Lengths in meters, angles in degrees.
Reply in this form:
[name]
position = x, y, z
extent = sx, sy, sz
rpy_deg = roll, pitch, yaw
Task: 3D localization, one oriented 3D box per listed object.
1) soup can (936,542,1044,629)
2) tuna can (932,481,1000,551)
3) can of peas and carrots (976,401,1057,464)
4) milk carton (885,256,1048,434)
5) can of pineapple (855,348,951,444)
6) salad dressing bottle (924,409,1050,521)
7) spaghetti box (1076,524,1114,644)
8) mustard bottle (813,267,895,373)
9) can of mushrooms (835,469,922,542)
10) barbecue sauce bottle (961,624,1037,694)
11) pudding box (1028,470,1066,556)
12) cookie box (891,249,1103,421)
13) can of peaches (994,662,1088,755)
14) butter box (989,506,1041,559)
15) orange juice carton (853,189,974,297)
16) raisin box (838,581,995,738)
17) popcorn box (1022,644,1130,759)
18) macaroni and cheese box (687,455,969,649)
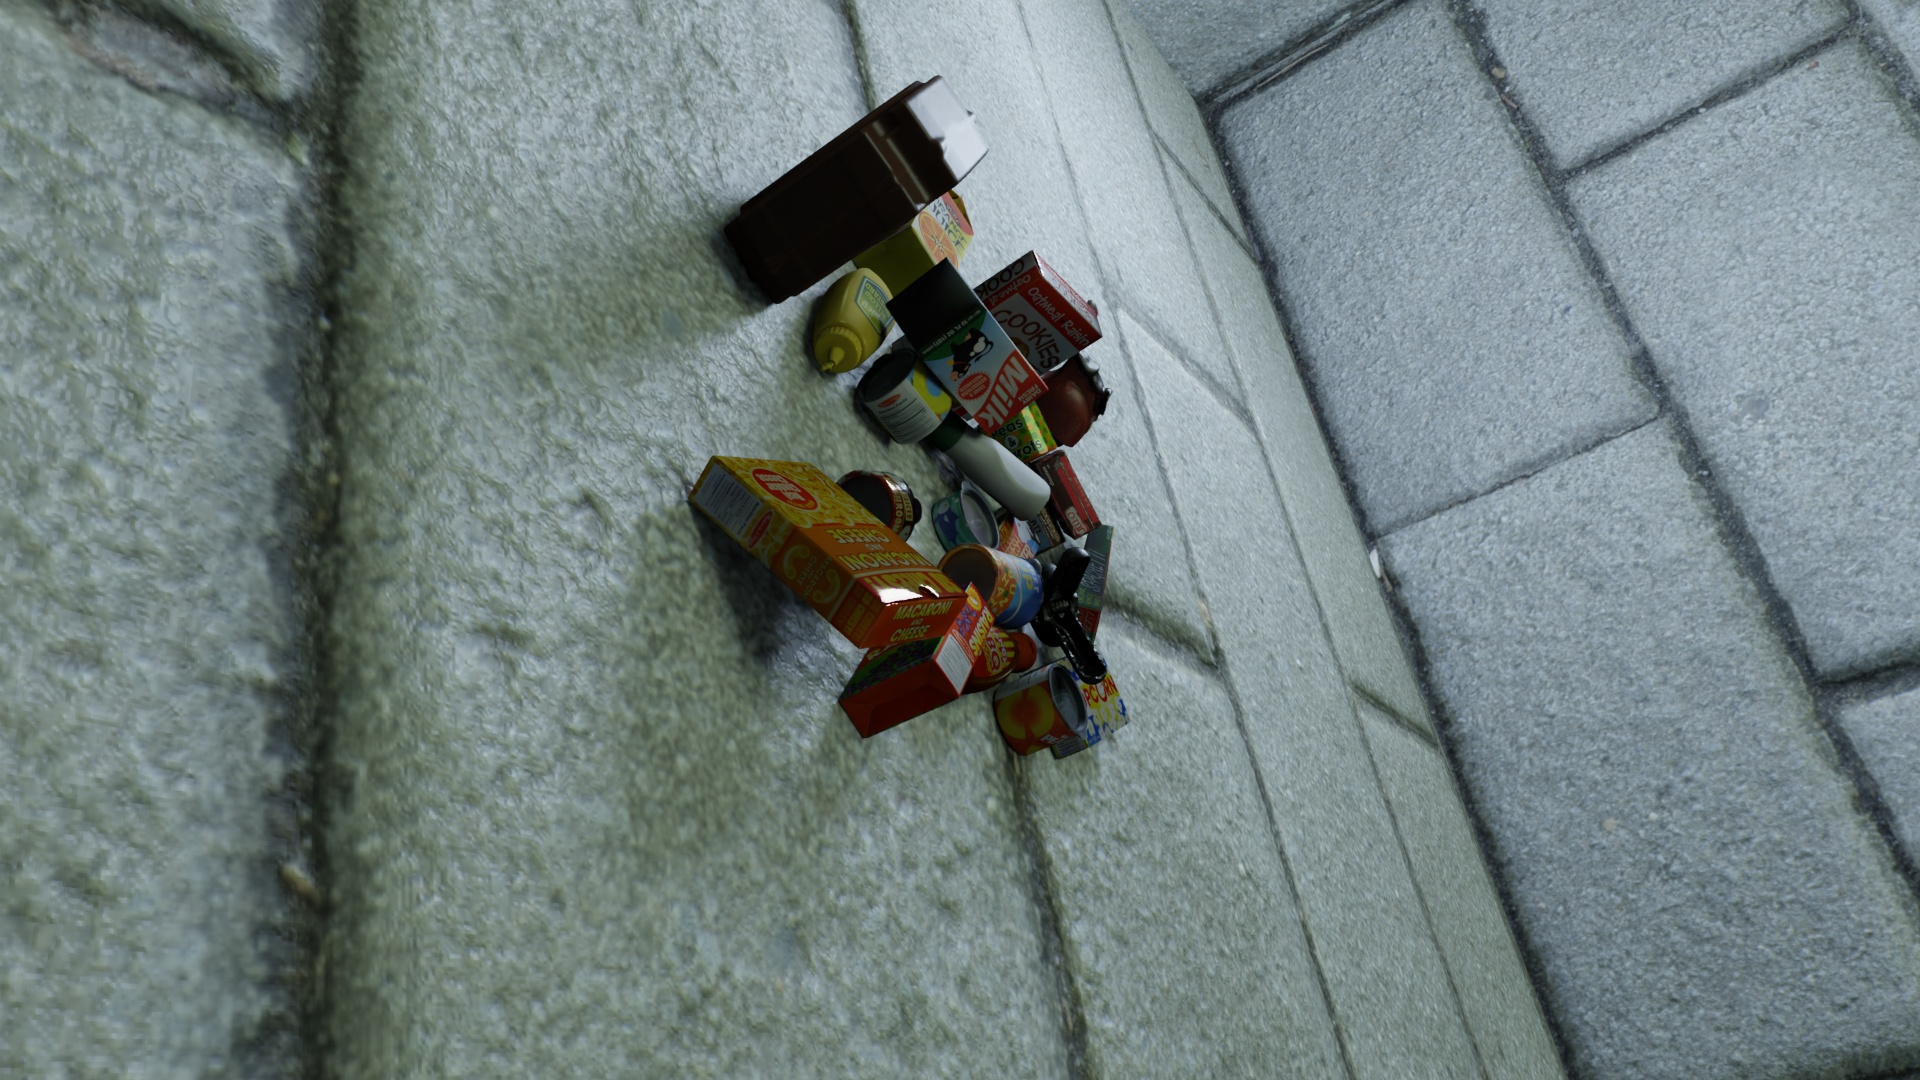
[soup can]
position = 0.027, 0.038, 1.217
extent = 0.084, 0.071, 0.071
rpy_deg = 20, 49, -58
[tuna can]
position = 0.005, -0.016, 1.272
extent = 0.071, 0.032, 0.071
rpy_deg = 46, 29, -36
[can of peas and carrots]
position = 0.058, -0.107, 1.430
extent = 0.058, 0.071, 0.071
rpy_deg = 64, 24, -3
[milk carton]
position = 0.016, -0.164, 1.267
extent = 0.074, 0.072, 0.190
rpy_deg = 58, 8, 36
[can of pineapple]
position = -0.050, -0.129, 1.232
extent = 0.057, 0.071, 0.071
rpy_deg = 50, 27, -31
[salad dressing bottle]
position = 0.020, -0.077, 1.322
extent = 0.147, 0.044, 0.064
rpy_deg = 38, 20, -23
[spaghetti box]
position = 0.133, 0.044, 1.414
extent = 0.251, 0.029, 0.050
rpy_deg = -65, 168, -69
[mustard bottle]
position = -0.097, -0.183, 1.211
extent = 0.065, 0.048, 0.161
rpy_deg = 52, 26, -22
[can of mushrooms]
position = -0.068, -0.022, 1.083
extent = 0.033, 0.071, 0.071
rpy_deg = 5, 62, -61
[barbecue sauce bottle]
position = 0.019, 0.096, 1.176
extent = 0.148, 0.043, 0.065
rpy_deg = 7, 59, -63
[pudding box]
position = 0.073, -0.027, 1.426
extent = 0.083, 0.030, 0.050
rpy_deg = 66, 22, 3
[cookie box]
position = 0.037, -0.196, 1.348
extent = 0.123, 0.167, 0.040
rpy_deg = 33, 33, -51
[can of peaches]
position = 0.071, 0.150, 1.212
extent = 0.071, 0.058, 0.071
rpy_deg = 47, 29, -36
[butter box]
position = 0.047, 0.005, 1.348
extent = 0.053, 0.024, 0.104
rpy_deg = 58, 24, -12
[orange juice carton]
position = -0.042, -0.308, 1.420
extent = 0.073, 0.071, 0.194
rpy_deg = 55, 26, -22
[raisin box]
position = -0.029, 0.087, 1.034
extent = 0.040, 0.086, 0.124
rpy_deg = 57, 25, -14
[popcorn box]
position = 0.111, 0.151, 1.318
extent = 0.127, 0.038, 0.085
rpy_deg = -9, 74, -65
[macaroni and cheese box]
position = -0.088, 0.005, 0.957
extent = 0.167, 0.040, 0.124
rpy_deg = 39, 16, 21
